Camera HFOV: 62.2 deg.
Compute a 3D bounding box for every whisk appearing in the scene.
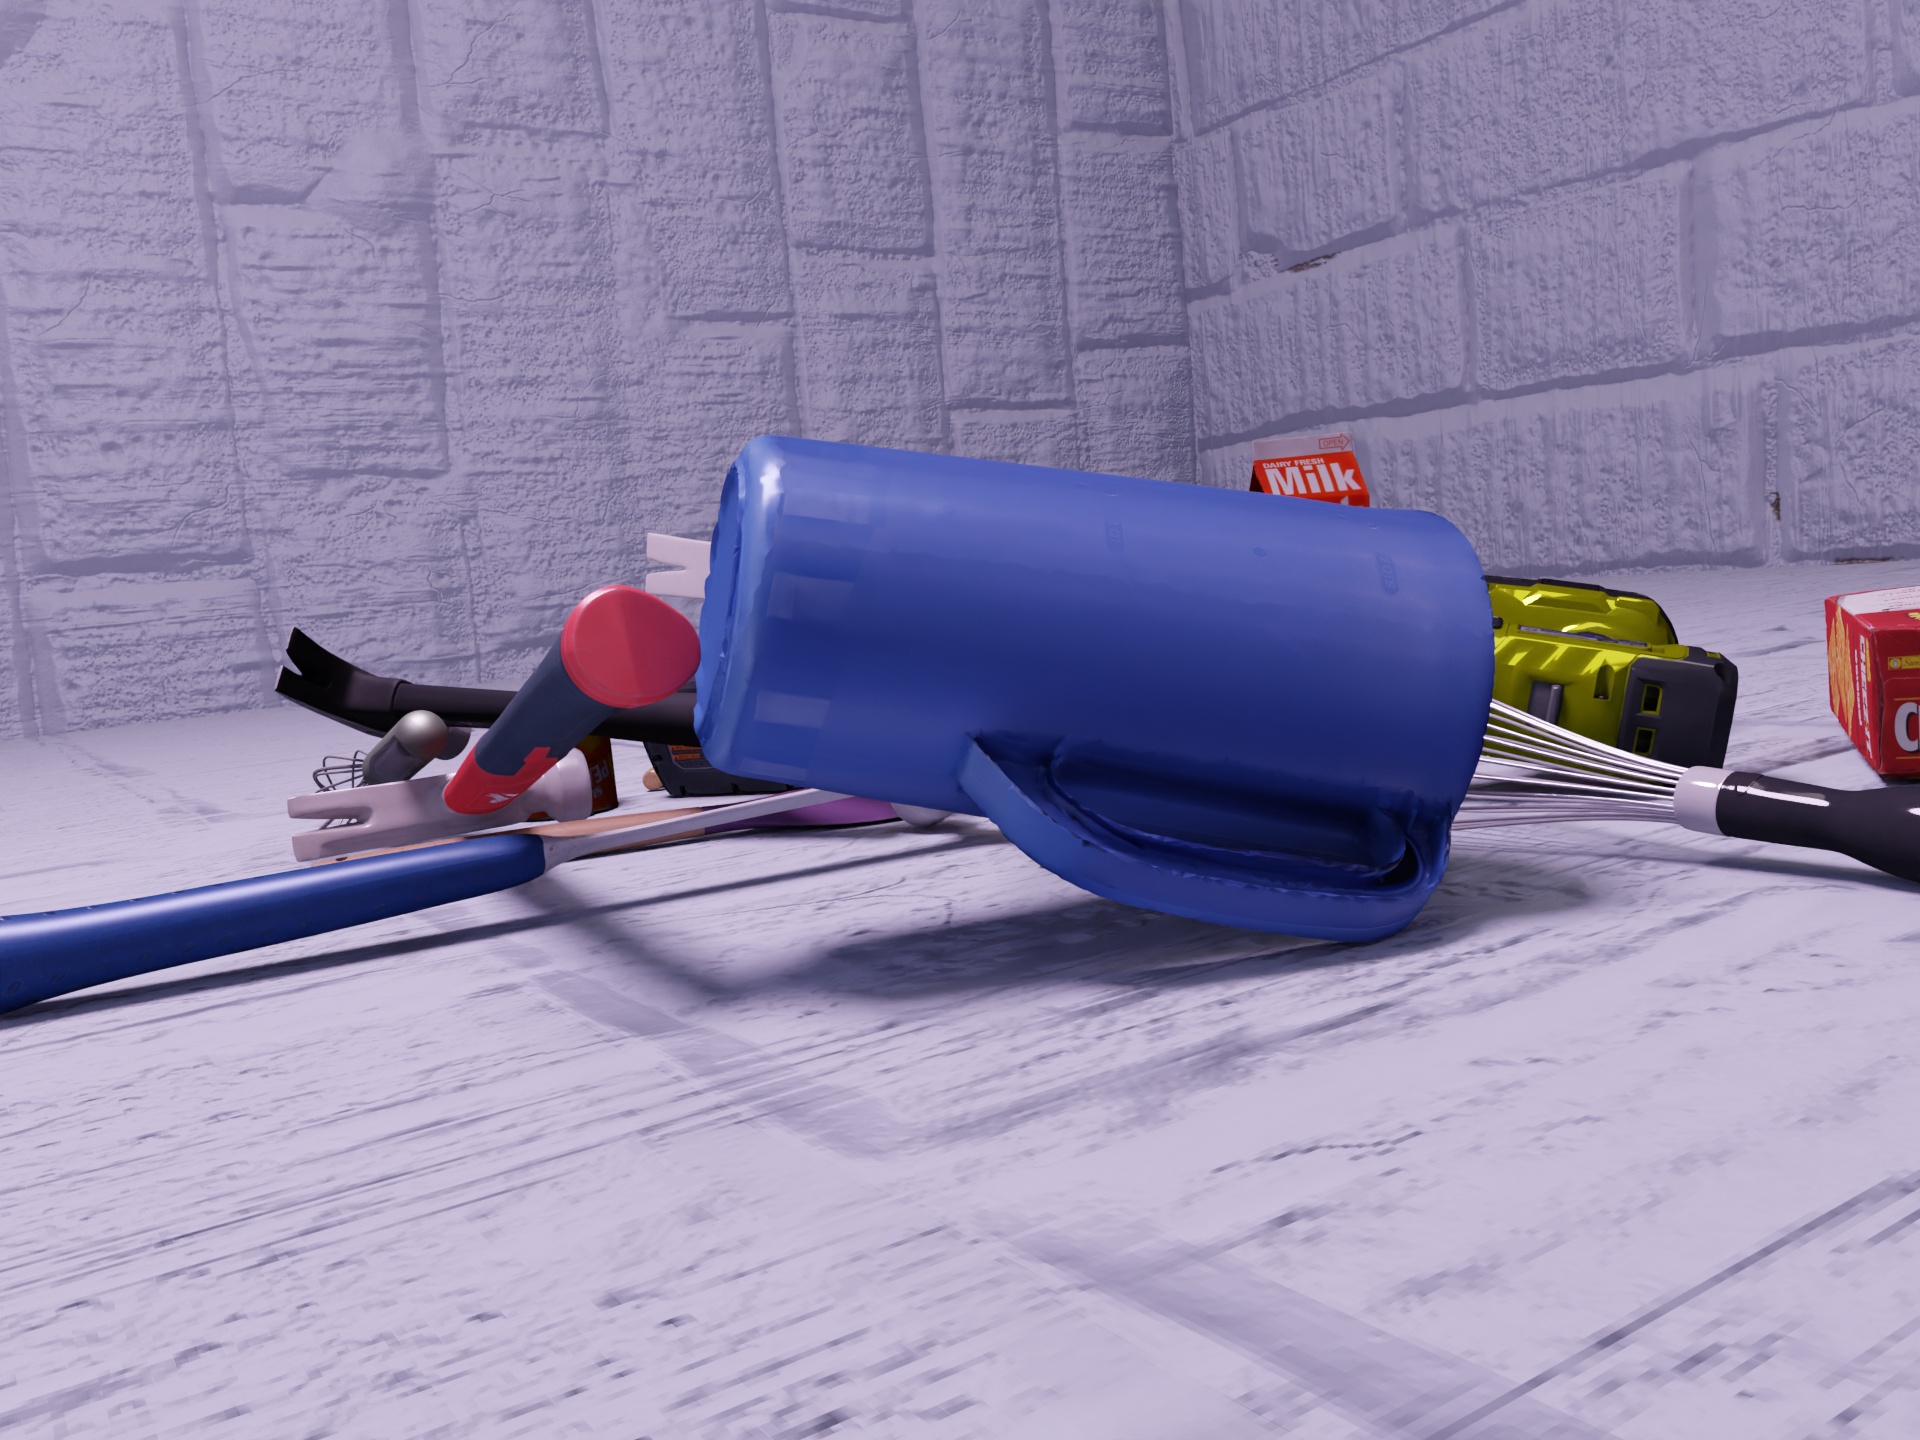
[{"bbox_3d":[0.236,0.024,0.567,0.070,0.070,0.285,-9,11,-33],"label":"whisk"},{"bbox_3d":[-0.316,0.028,0.867,0.059,0.057,0.246,-52,15,-27],"label":"whisk"}]

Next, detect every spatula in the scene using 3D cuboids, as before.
[{"bbox_3d":[-0.153,0.054,0.790,0.316,0.018,0.060,-7,18,-19],"label":"spatula"}]

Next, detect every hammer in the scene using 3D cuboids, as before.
[{"bbox_3d":[-0.189,0.012,0.633,0.143,0.038,0.386,-9,-6,-24],"label":"hammer"},{"bbox_3d":[-0.020,-0.084,0.970,0.146,0.038,0.410,7,6,24],"label":"hammer"},{"bbox_3d":[-0.157,0.049,0.634,0.405,0.035,0.144,-11,-11,-26],"label":"hammer"},{"bbox_3d":[-0.195,-0.005,0.816,0.335,0.035,0.146,3,-15,25],"label":"hammer"}]

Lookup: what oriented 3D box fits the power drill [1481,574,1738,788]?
[{"bbox_3d":[0.268,-0.025,0.782,0.190,0.080,0.228,10,12,21],"label":"power drill"}]

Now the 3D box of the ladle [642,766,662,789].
[{"bbox_3d":[-0.176,0.002,1.168,0.078,0.062,0.320,-5,8,9],"label":"ladle"}]

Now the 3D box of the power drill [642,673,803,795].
[{"bbox_3d":[-0.117,-0.040,1.035,0.143,0.078,0.220,-3,27,21],"label":"power drill"}]
